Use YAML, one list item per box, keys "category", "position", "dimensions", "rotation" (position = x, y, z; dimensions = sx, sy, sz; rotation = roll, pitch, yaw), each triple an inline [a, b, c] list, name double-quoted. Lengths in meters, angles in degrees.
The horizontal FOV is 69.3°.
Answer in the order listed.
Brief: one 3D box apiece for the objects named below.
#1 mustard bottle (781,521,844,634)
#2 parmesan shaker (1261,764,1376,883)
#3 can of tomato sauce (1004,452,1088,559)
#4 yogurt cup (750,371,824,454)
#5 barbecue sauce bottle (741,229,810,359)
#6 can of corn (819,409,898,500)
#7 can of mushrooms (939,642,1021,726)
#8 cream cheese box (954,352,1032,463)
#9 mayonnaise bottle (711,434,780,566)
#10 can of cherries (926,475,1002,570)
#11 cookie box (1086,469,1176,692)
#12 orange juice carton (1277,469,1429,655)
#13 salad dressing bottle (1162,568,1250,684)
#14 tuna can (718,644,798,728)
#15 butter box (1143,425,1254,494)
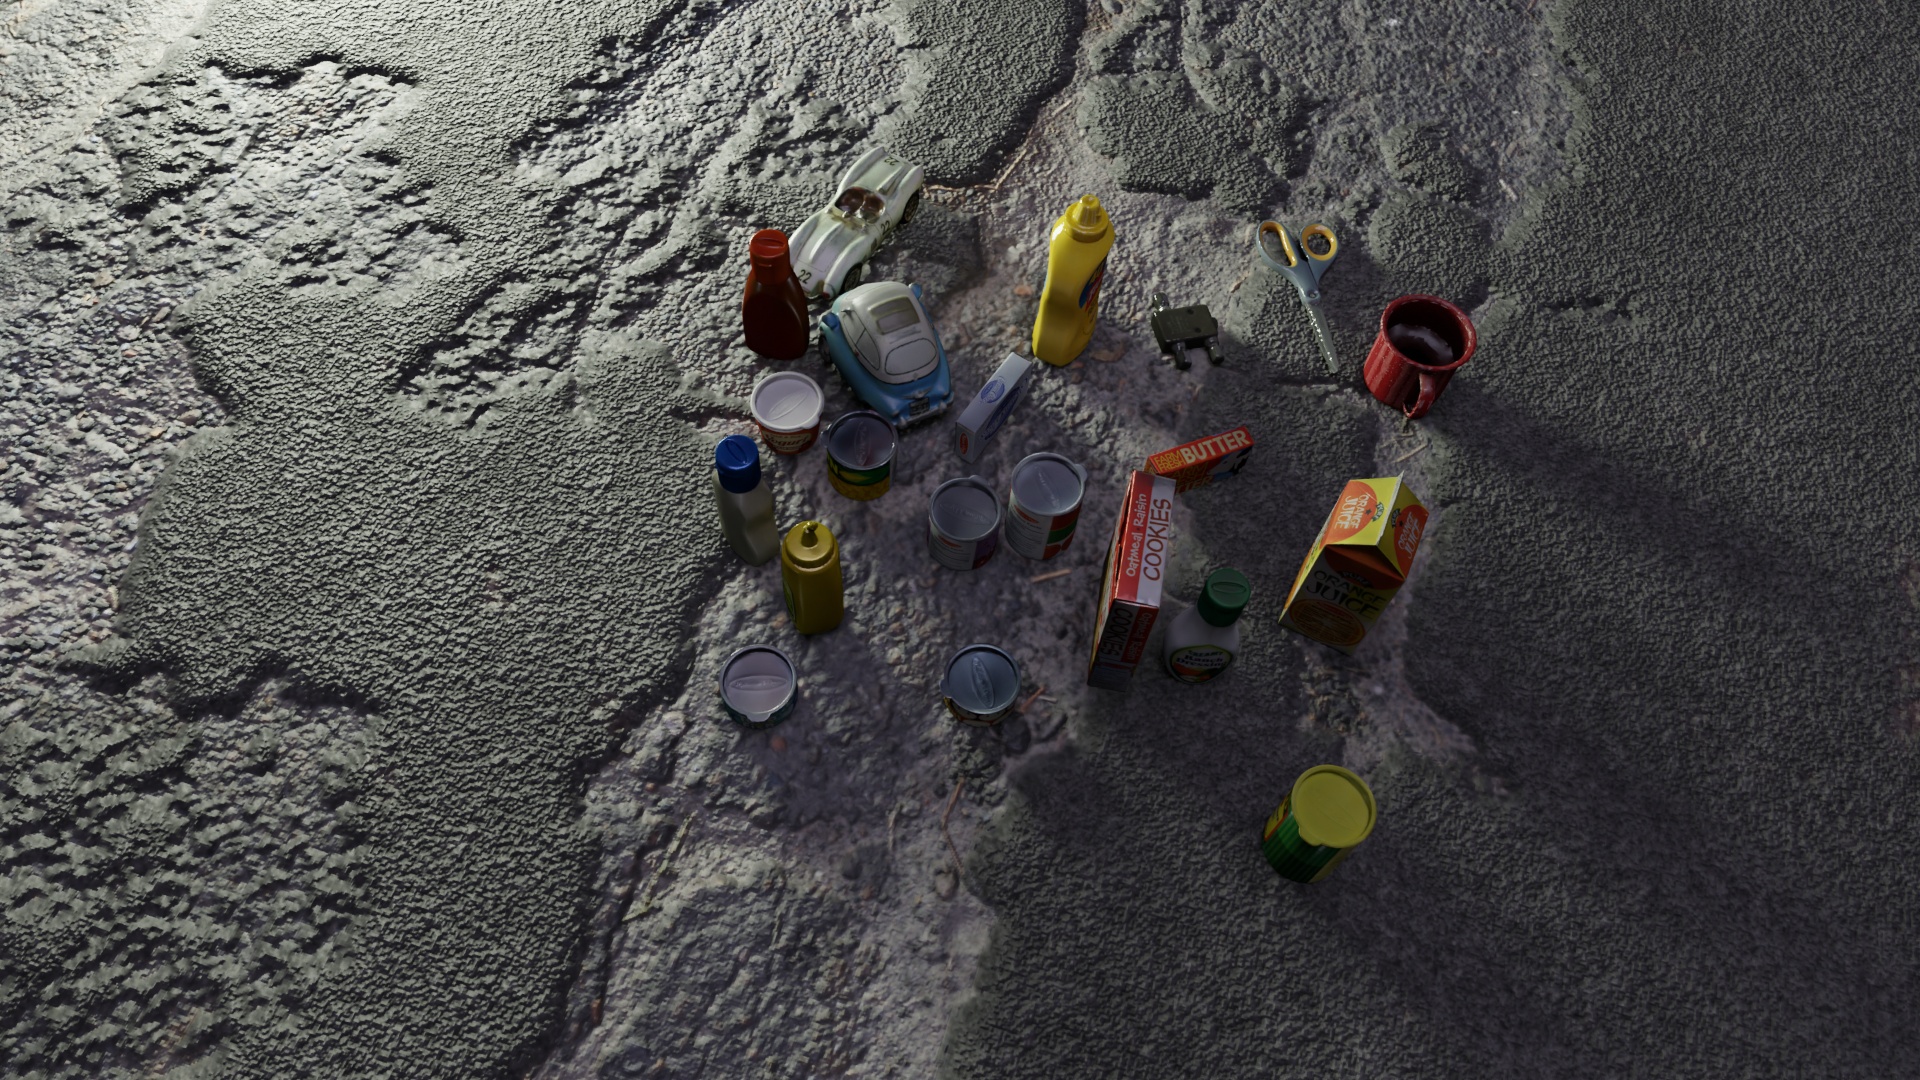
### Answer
- category: "mustard bottle"
  position: [-0.126, 0.023, 1.170]
  dimensions: [0.049, 0.159, 0.065]
  rotation: [-15, 63, -12]
- category: "parmesan shaker"
  position: [0.282, 0.230, 1.111]
  dimensions: [0.071, 0.102, 0.071]
  rotation: [2, 60, -3]
- category: "can of tomato sauce"
  position: [0.077, -0.031, 1.259]
  dimensions: [0.071, 0.082, 0.071]
  rotation: [2, 60, -3]
- category: "yogurt cup"
  position: [-0.162, -0.117, 1.309]
  dimensions: [0.072, 0.053, 0.073]
  rotation: [2, 60, -3]
- category: "barbecue sauce bottle"
  position: [-0.178, -0.232, 1.320]
  dimensions: [0.065, 0.147, 0.044]
  rotation: [9, 60, 2]
- category: "can of corn"
  position: [-0.094, -0.079, 1.289]
  dimensions: [0.071, 0.058, 0.071]
  rotation: [2, 60, -3]
- category: "can of mushrooms"
  position: [0.016, 0.125, 1.193]
  dimensions: [0.071, 0.033, 0.071]
  rotation: [2, 60, -3]
- category: "cream cheese box"
  position: [0.030, -0.127, 1.328]
  dimensions: [0.024, 0.053, 0.104]
  rotation: [31, 63, 13]
- category: "mayonnaise bottle"
  position: [-0.188, -0.037, 1.207]
  dimensions: [0.041, 0.147, 0.065]
  rotation: [-35, 68, -21]
- category: "can of cherries"
  position: [0.004, -0.016, 1.259]
  dimensions: [0.071, 0.058, 0.072]
  rotation: [2, 60, -3]
- category: "cookie box"
  position: [0.142, 0.037, 1.175]
  dimensions: [0.040, 0.166, 0.123]
  rotation: [10, 60, 2]
- category: "orange juice carton"
  position: [0.339, 0.017, 1.186]
  dimensions: [0.073, 0.191, 0.072]
  rotation: [24, 62, 10]
- category: "salad dressing bottle"
  position: [0.209, 0.073, 1.171]
  dimensions: [0.064, 0.147, 0.044]
  rotation: [6, 60, -1]
- category: "tuna can"
  position: [-0.171, 0.127, 1.180]
  dimensions: [0.071, 0.032, 0.071]
  rotation: [2, 60, -3]
- category: "butter box"
  position: [0.223, -0.072, 1.309]
  dimensions: [0.104, 0.053, 0.024]
  rotation: [-18, 63, -13]
